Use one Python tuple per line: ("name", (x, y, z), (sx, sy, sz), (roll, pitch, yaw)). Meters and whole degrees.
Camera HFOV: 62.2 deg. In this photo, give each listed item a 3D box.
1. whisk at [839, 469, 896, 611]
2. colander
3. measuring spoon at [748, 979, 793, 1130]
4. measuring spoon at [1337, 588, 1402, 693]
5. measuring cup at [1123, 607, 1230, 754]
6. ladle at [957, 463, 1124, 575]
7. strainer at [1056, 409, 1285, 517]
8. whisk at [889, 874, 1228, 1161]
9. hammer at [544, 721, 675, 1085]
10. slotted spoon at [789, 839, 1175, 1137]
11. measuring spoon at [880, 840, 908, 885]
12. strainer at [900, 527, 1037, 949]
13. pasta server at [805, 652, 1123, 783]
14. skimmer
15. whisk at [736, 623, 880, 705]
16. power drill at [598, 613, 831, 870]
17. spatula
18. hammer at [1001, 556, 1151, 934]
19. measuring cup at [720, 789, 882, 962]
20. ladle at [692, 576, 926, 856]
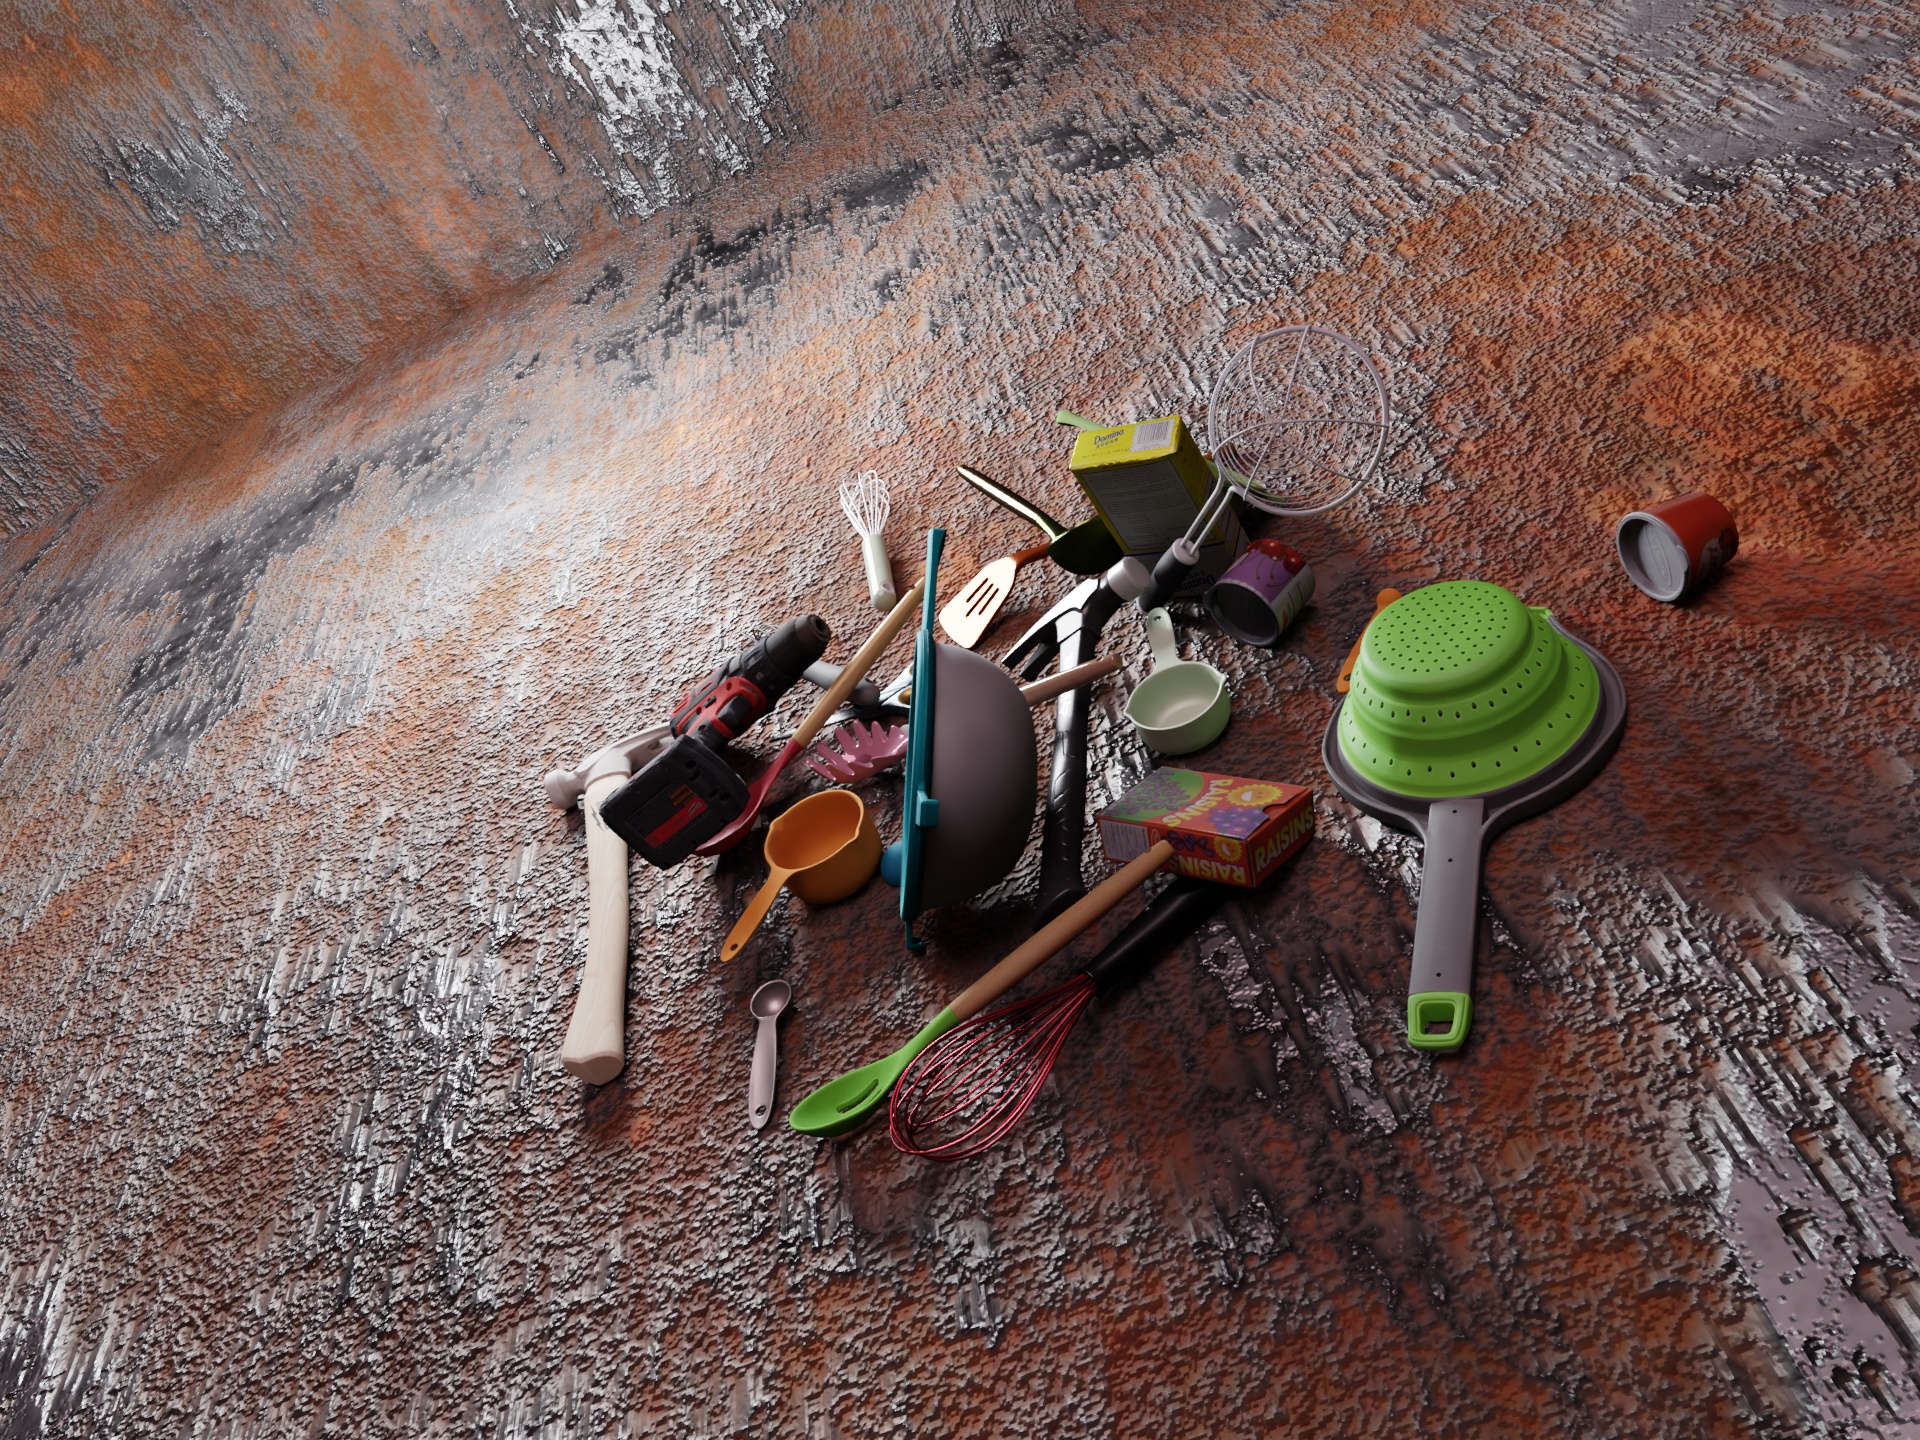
("whisk", (-0.091, -0.185, 1.637), (0.059, 0.057, 0.247), (-54, 28, 27))
("colander", (0.314, 0.028, 1.025), (0.204, 0.094, 0.397), (-7, 40, 28))
("measuring spoon", (-0.137, 0.243, 1.148), (0.034, 0.018, 0.124), (-17, 43, 17))
("measuring spoon", (0.311, -0.063, 1.215), (0.021, 0.011, 0.117), (3, 46, 38))
("measuring cup", (0.169, -0.033, 1.258), (0.083, 0.038, 0.168), (-20, 33, 13))
("ladle", (0.063, -0.204, 1.477), (0.078, 0.062, 0.320), (-22, 30, -15))
("strainer", (0.158, -0.221, 1.442), (0.257, 0.151, 0.069), (36, 112, 49))
("whisk", (0.071, 0.184, 1.036), (0.296, 0.073, 0.073), (-37, 34, -23))
("hammer", (-0.293, 0.144, 1.362), (0.146, 0.038, 0.411), (-24, 35, 5))
("slotted spoon", (0.018, 0.181, 1.062), (0.314, 0.031, 0.070), (-38, 12, 0))
("measuring spoon", (-0.037, 0.078, 1.274), (0.042, 0.021, 0.129), (-10, 40, 25))
("strainer", (0.010, -0.010, 1.186), (0.095, 0.210, 0.341), (4, 54, -2))
("pasta server", (-0.002, -0.004, 1.282), (0.316, 0.040, 0.060), (-22, 26, 38))
("skimmer", (0.209, -0.164, 1.201), (0.090, 0.127, 0.363), (-33, -10, -15))
("whisk", (-0.142, -0.050, 1.480), (0.055, 0.055, 0.239), (-42, 33, -18))
("power drill", (-0.203, 0.007, 1.378), (0.188, 0.080, 0.227), (-36, 18, 28))
("spatula", (0.122, -0.171, 1.482), (0.322, 0.041, 0.081), (-30, 34, -8))
("hammer", (0.080, 0.024, 1.223), (0.146, 0.035, 0.335), (-35, 33, 37))
("measuring cup", (-0.126, 0.133, 1.243), (0.095, 0.052, 0.174), (5, 49, 39))
("ladle", (-0.126, -0.002, 1.378), (0.315, 0.031, 0.069), (-51, 26, -7))
